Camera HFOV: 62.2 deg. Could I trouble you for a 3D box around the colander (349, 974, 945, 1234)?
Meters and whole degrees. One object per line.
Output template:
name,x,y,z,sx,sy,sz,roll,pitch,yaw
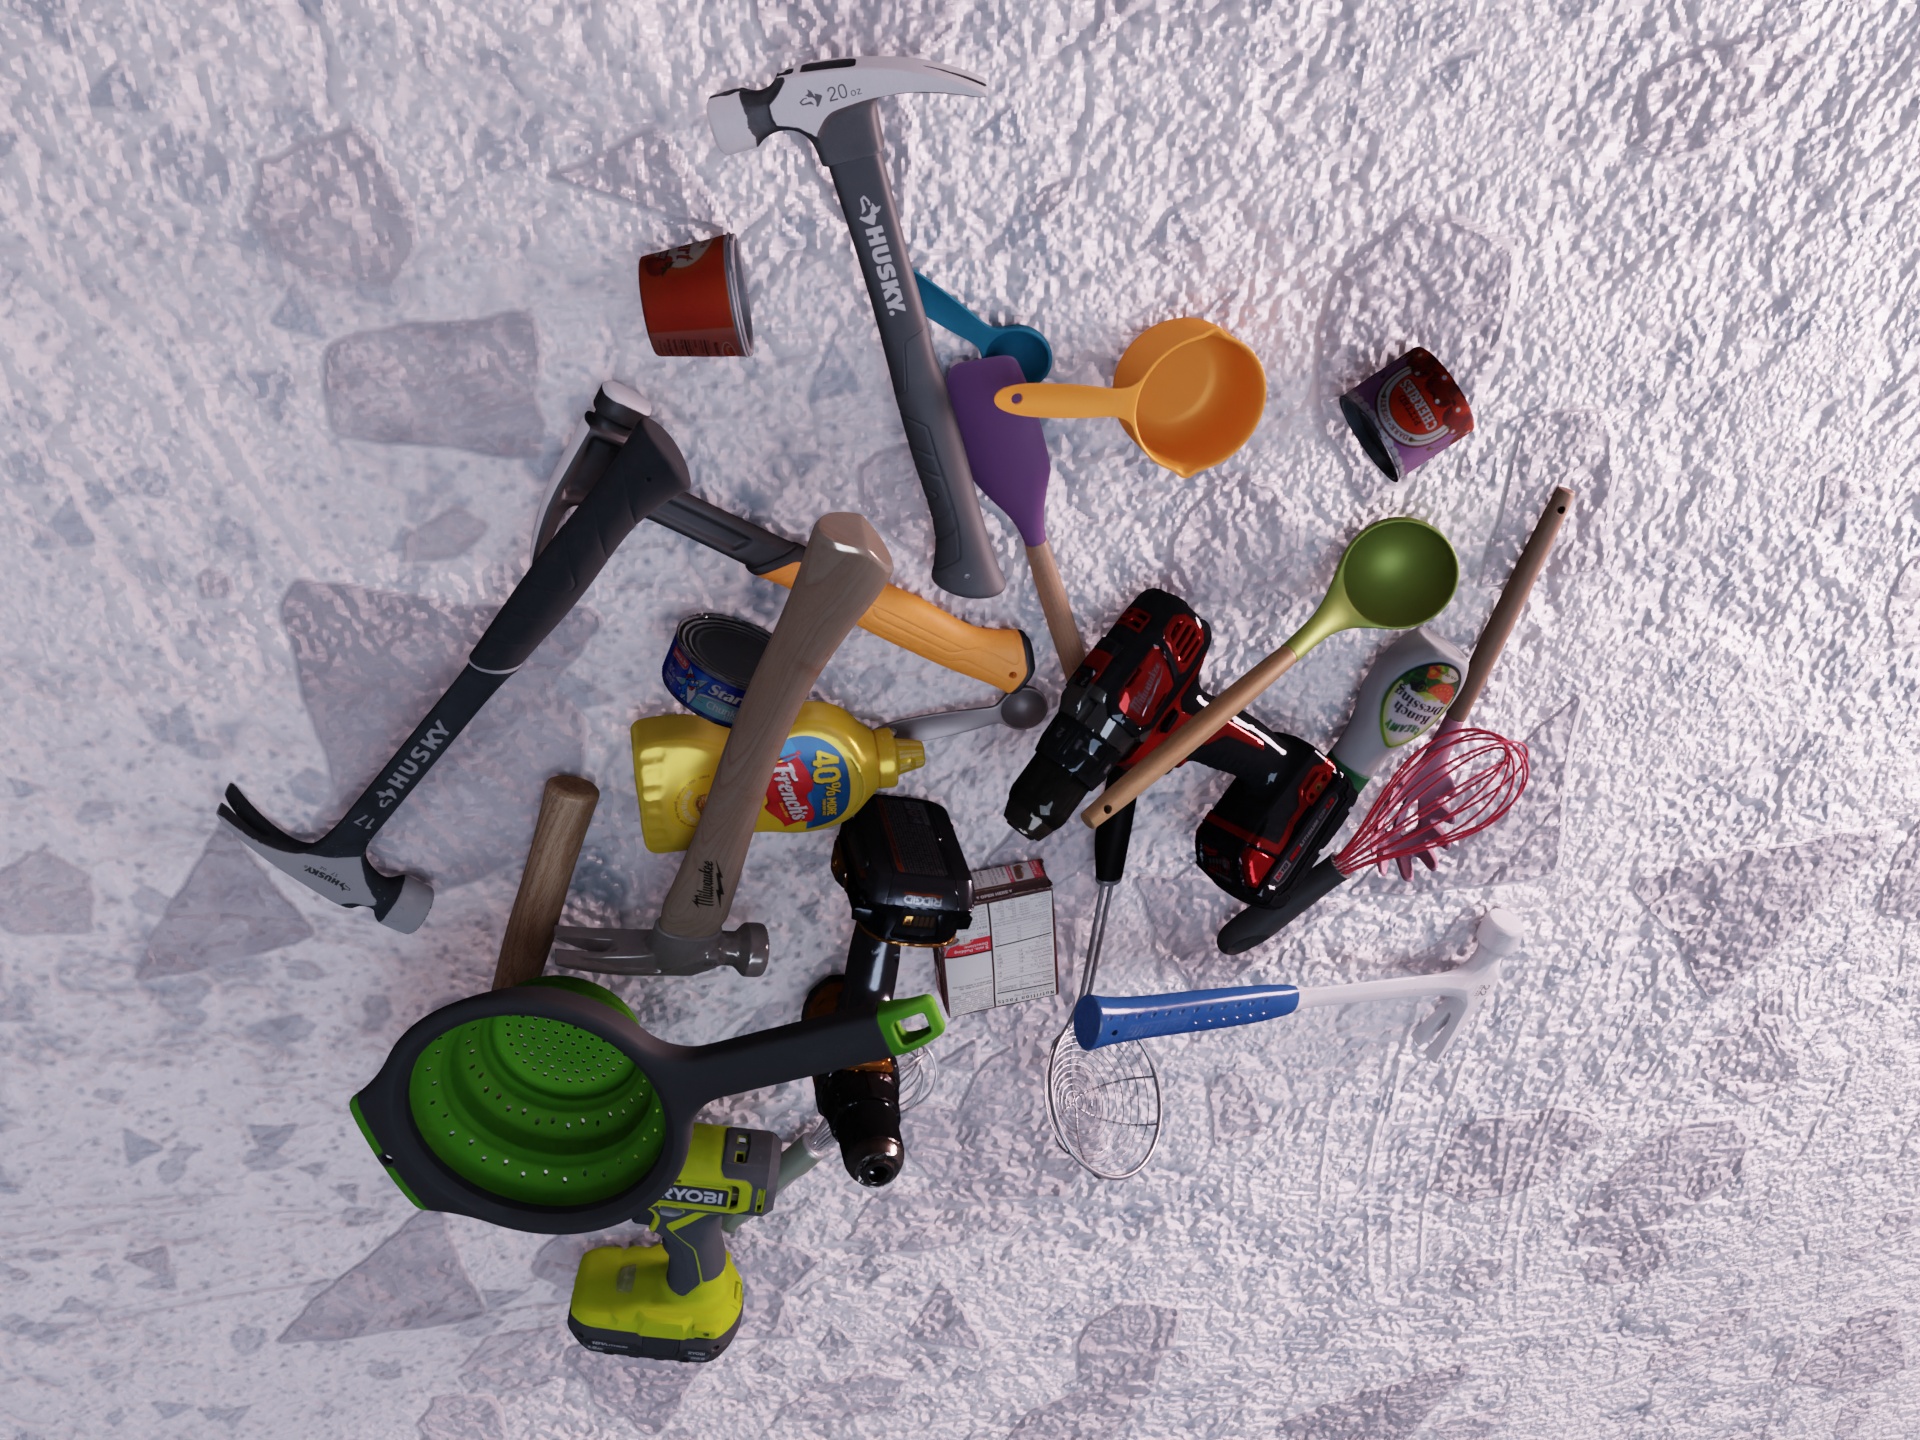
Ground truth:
colander,-0.199,0.220,1.061,0.397,0.095,0.204,-16,117,11

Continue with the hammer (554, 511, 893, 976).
hammer,-0.141,0.033,0.972,0.146,0.038,0.410,5,136,-23

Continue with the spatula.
spatula,0.054,-0.096,1.043,0.060,0.018,0.315,-6,128,20

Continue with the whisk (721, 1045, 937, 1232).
whisk,-0.110,0.332,1.257,0.059,0.058,0.246,47,109,3

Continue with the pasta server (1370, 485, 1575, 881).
pasta server,0.376,-0.022,1.164,0.060,0.040,0.316,14,116,-9

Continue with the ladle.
ladle,0.203,-0.029,1.036,0.320,0.062,0.078,-38,103,-20

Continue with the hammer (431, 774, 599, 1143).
hammer,-0.313,0.180,1.116,0.130,0.031,0.331,11,117,-21

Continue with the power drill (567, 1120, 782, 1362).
power drill,-0.235,0.392,1.223,0.171,0.080,0.223,8,125,-6

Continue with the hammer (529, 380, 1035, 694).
hammer,-0.099,-0.085,1.003,0.336,0.034,0.127,23,112,-26

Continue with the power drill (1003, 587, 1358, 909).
power drill,0.148,0.042,1.095,0.226,0.080,0.188,39,84,-29

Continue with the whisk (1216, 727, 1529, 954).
whisk,0.296,0.097,1.177,0.073,0.073,0.295,27,129,-27

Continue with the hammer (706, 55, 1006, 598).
hammer,-0.024,-0.214,0.925,0.146,0.035,0.334,-12,125,8

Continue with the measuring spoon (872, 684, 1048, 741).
measuring spoon,-0.002,-0.003,1.095,0.124,0.018,0.034,-11,125,0

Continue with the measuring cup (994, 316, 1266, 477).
measuring cup,0.097,-0.201,0.966,0.173,0.052,0.095,-2,122,-16

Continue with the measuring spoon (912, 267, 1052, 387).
measuring spoon,0.000,-0.243,0.943,0.128,0.021,0.042,30,132,-19

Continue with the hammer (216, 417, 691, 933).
hammer,-0.295,-0.026,0.959,0.149,0.036,0.409,32,117,-27

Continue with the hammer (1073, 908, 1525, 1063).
hammer,0.265,0.222,1.242,0.405,0.035,0.144,0,123,-29

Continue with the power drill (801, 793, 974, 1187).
power drill,-0.055,0.188,1.099,0.084,0.186,0.226,7,116,-17

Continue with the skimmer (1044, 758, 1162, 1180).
skimmer,0.127,0.180,1.195,0.127,0.090,0.363,-25,131,-45
